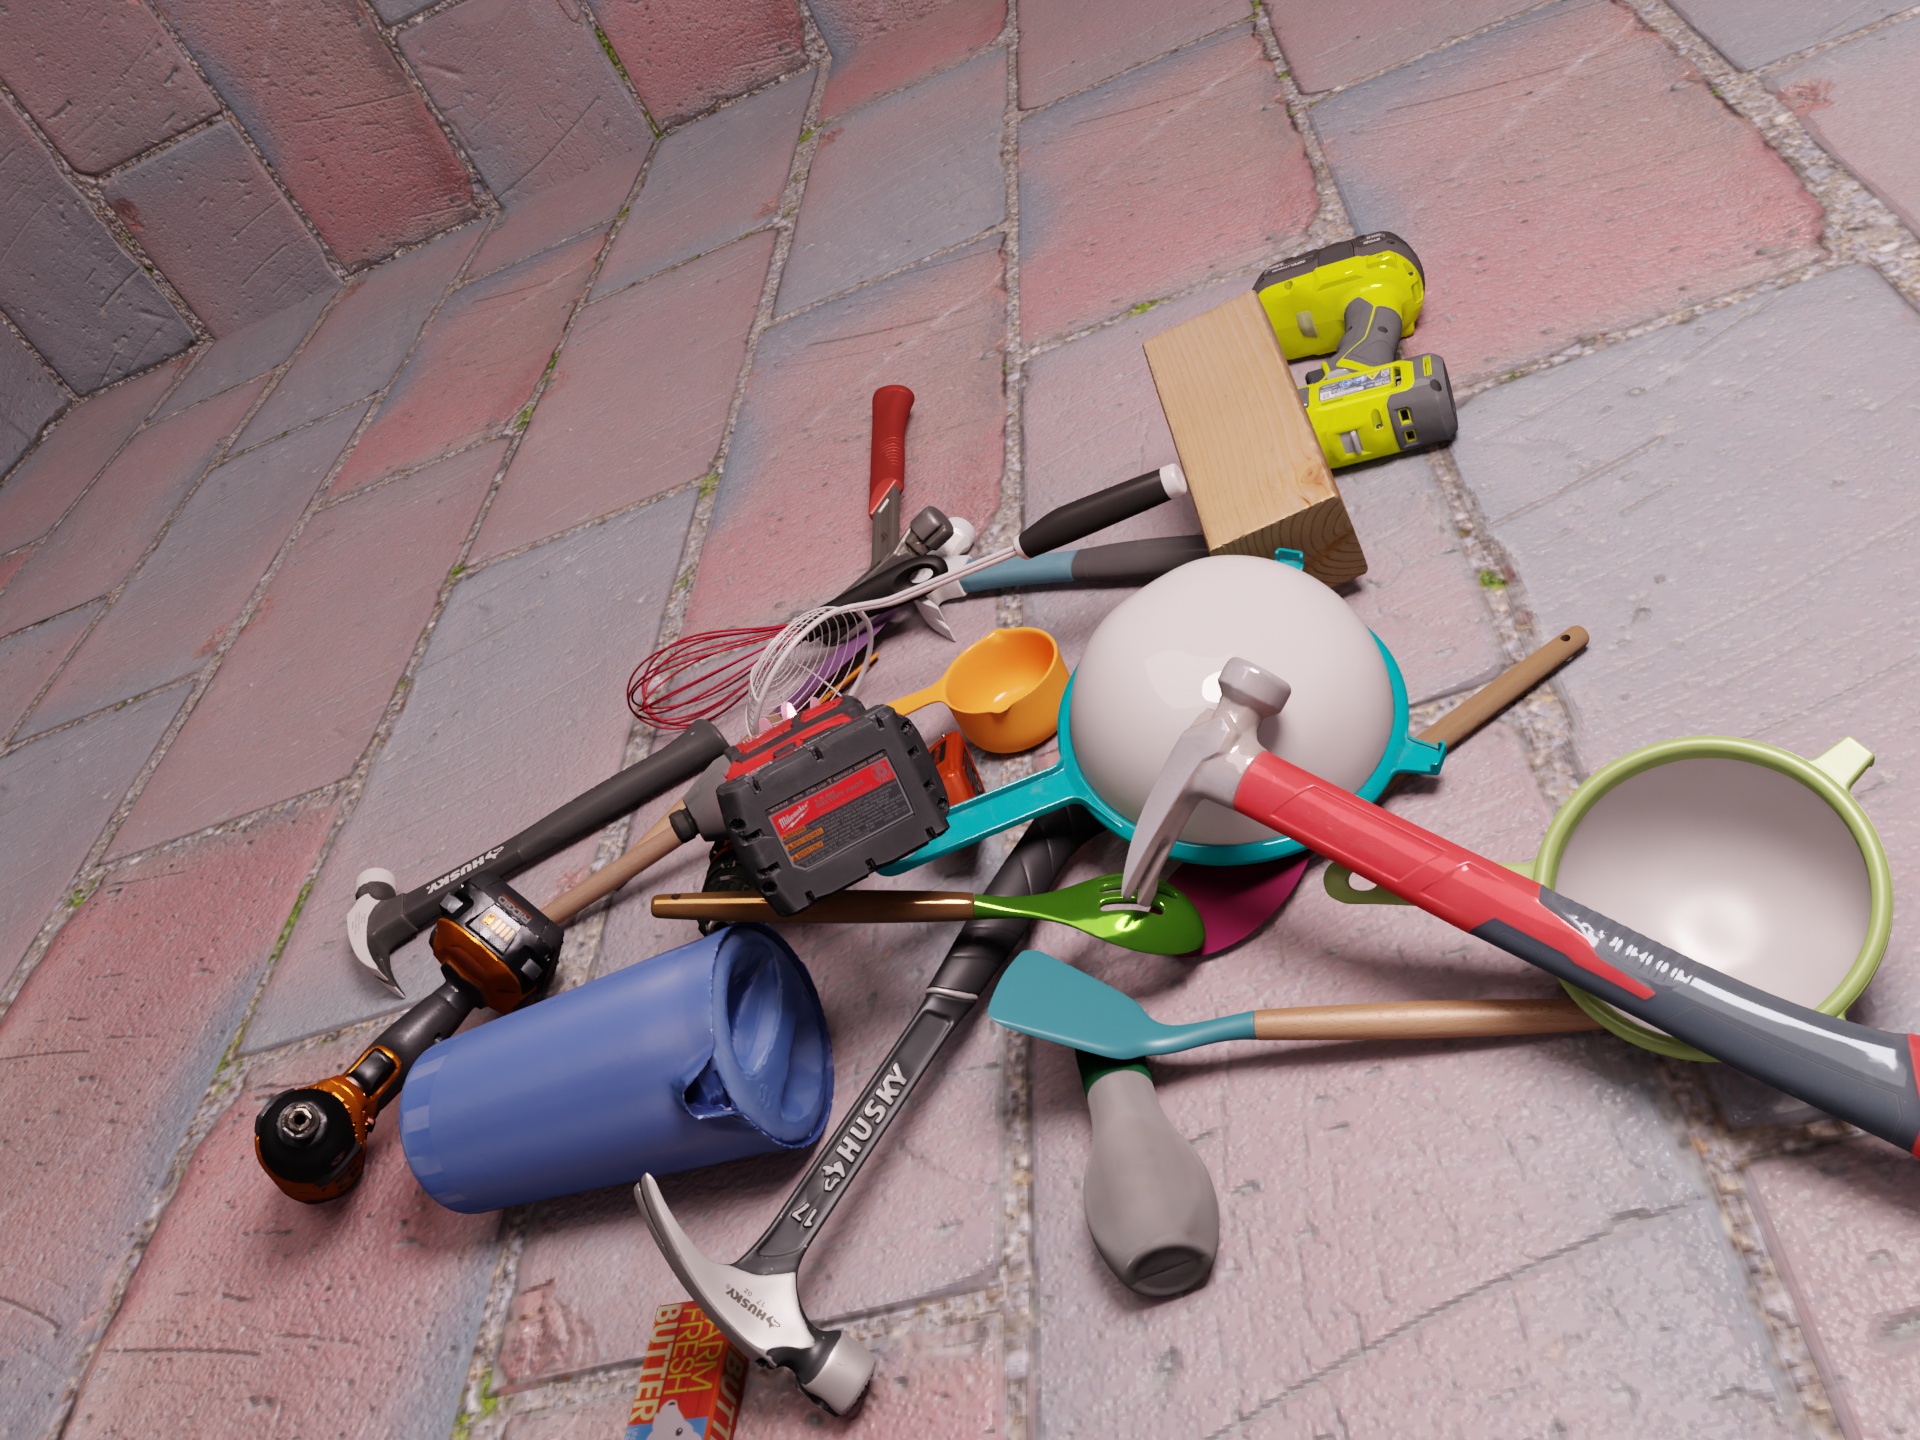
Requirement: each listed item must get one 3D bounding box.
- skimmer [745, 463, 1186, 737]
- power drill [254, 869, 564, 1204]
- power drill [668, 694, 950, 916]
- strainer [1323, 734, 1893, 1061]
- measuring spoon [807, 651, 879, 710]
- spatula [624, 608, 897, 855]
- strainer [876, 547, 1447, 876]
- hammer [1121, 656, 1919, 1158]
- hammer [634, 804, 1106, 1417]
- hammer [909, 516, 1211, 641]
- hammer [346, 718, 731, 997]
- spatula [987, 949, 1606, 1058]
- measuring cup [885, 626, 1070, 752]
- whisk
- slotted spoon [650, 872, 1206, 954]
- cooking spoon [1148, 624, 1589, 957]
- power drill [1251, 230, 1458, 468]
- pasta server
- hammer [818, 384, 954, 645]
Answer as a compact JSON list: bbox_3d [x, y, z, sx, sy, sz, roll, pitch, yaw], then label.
[{"bbox_3d":[0.001,-0.073,1.122,0.363,0.127,0.090,-21,80,25],"label":"skimmer"},{"bbox_3d":[-0.363,0.209,1.039,0.226,0.084,0.164,-50,-1,-27],"label":"power drill"},{"bbox_3d":[-0.097,0.043,0.937,0.143,0.078,0.220,-27,11,-12],"label":"power drill"},{"bbox_3d":[0.309,0.089,0.776,0.256,0.069,0.151,-1,71,35],"label":"strainer"},{"bbox_3d":[-0.103,-0.015,1.248,0.117,0.011,0.021,-43,7,-22],"label":"measuring spoon"},{"bbox_3d":[-0.158,0.015,1.238,0.316,0.018,0.060,-46,14,-20],"label":"spatula"},{"bbox_3d":[0.096,-0.002,0.930,0.340,0.095,0.211,-22,51,-4],"label":"strainer"},{"bbox_3d":[0.249,0.102,0.743,0.387,0.038,0.143,29,92,38],"label":"hammer"},{"bbox_3d":[-0.020,0.167,0.897,0.409,0.149,0.036,-53,0,-38],"label":"hammer"},{"bbox_3d":[0.103,-0.121,1.215,0.331,0.033,0.128,-2,43,33],"label":"hammer"},{"bbox_3d":[-0.330,0.095,1.250,0.335,0.035,0.146,-29,35,0],"label":"hammer"},{"bbox_3d":[0.175,0.145,0.808,0.317,0.044,0.082,-6,16,19],"label":"spatula"},{"bbox_3d":[-0.002,-0.004,1.130,0.173,0.052,0.095,-21,36,15],"label":"measuring cup"},{"bbox_3d":[-0.141,-0.065,1.273,0.296,0.073,0.073,-23,36,16],"label":"whisk"},{"bbox_3d":[-0.018,0.106,0.897,0.314,0.031,0.070,0,27,1],"label":"slotted spoon"},{"bbox_3d":[0.244,0.038,0.935,0.319,0.017,0.069,-35,42,-7],"label":"cooking spoon"},{"bbox_3d":[0.282,-0.277,1.245,0.190,0.080,0.229,-11,42,23],"label":"power drill"},{"bbox_3d":[-0.219,0.084,1.152,0.316,0.060,0.040,-32,64,14],"label":"pasta server"},{"bbox_3d":[-0.072,-0.207,1.422,0.149,0.036,0.359,-39,27,22],"label":"hammer"}]
